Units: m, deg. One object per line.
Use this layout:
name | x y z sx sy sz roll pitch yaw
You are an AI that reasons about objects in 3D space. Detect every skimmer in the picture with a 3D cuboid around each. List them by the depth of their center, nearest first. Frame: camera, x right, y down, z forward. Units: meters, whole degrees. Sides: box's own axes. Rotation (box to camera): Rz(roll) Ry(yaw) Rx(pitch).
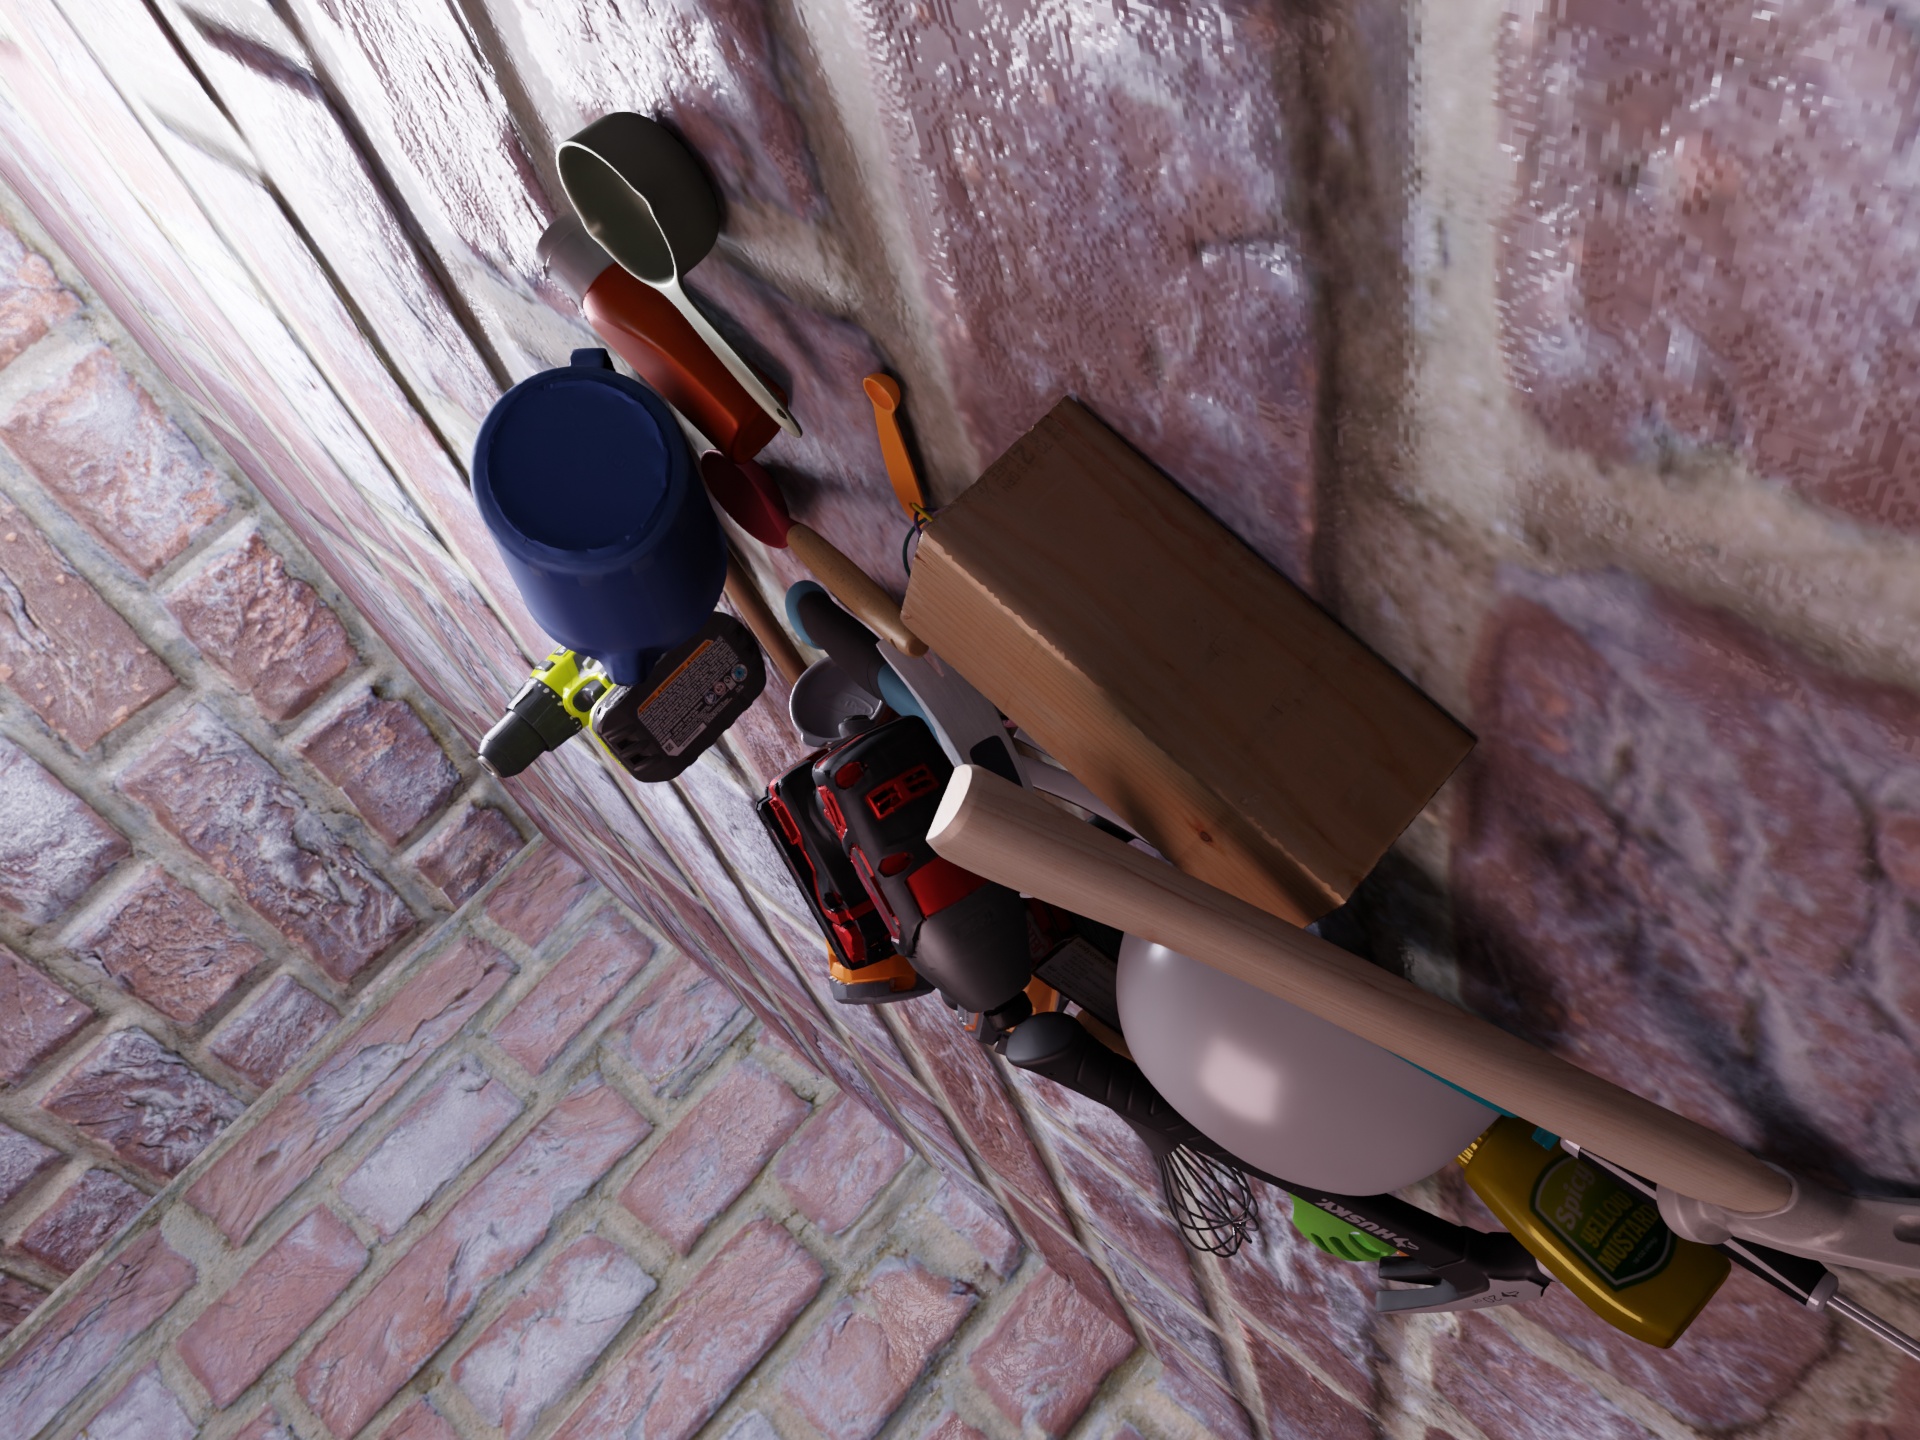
skimmer | 0.399 0.298 0.651 0.364 0.090 0.127 33 -170 38

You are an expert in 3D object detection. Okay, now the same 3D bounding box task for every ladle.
ladle | -0.076 -0.087 0.812 0.069 0.031 0.316 58 173 -30

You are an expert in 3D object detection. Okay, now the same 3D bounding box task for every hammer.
hammer | 0.178 0.114 0.585 0.410 0.038 0.146 26 163 -13
hammer | -0.038 -0.021 0.851 0.128 0.033 0.331 66 169 -24
hammer | 0.172 0.245 0.873 0.334 0.035 0.146 29 141 -14
hammer | 0.056 0.077 0.960 0.127 0.034 0.336 28 164 -2

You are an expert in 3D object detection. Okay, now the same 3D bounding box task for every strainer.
strainer | 0.112 0.140 0.717 0.340 0.095 0.211 29 -179 -43

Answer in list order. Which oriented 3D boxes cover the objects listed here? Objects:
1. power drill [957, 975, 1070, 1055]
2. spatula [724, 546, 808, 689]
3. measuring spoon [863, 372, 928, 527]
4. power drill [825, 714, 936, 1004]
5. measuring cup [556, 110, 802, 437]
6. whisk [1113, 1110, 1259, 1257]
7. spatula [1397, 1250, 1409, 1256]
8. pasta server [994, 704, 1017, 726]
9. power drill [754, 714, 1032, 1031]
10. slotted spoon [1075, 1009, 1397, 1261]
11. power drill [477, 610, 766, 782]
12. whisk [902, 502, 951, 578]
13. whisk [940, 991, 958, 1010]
power drill | 0.114 0.195 0.983 0.226 0.084 0.185 21 151 14
spatula | -0.105 -0.038 1.104 0.082 0.044 0.317 12 139 59
measuring spoon | -0.027 -0.128 0.762 0.021 0.011 0.116 36 164 23
power drill | -0.039 0.084 0.989 0.226 0.084 0.164 25 -122 -81
measuring cup | -0.116 -0.206 0.736 0.167 0.038 0.083 50 161 -24
whisk | 0.118 0.249 0.943 0.055 0.055 0.238 20 153 51
spatula | 0.210 0.259 1.081 0.322 0.041 0.081 44 161 -13
pasta server | -0.002 -0.003 0.956 0.060 0.040 0.316 45 166 -3
power drill | -0.028 0.072 0.765 0.143 0.078 0.220 61 167 -5
slotted spoon | 0.167 0.250 0.930 0.070 0.031 0.313 -19 130 41
power drill | -0.268 -0.019 1.232 0.229 0.190 0.080 10 142 53
whisk | 0.069 -0.020 0.739 0.245 0.051 0.047 40 156 2
whisk | 0.011 0.183 1.165 0.070 0.070 0.284 42 -179 7
